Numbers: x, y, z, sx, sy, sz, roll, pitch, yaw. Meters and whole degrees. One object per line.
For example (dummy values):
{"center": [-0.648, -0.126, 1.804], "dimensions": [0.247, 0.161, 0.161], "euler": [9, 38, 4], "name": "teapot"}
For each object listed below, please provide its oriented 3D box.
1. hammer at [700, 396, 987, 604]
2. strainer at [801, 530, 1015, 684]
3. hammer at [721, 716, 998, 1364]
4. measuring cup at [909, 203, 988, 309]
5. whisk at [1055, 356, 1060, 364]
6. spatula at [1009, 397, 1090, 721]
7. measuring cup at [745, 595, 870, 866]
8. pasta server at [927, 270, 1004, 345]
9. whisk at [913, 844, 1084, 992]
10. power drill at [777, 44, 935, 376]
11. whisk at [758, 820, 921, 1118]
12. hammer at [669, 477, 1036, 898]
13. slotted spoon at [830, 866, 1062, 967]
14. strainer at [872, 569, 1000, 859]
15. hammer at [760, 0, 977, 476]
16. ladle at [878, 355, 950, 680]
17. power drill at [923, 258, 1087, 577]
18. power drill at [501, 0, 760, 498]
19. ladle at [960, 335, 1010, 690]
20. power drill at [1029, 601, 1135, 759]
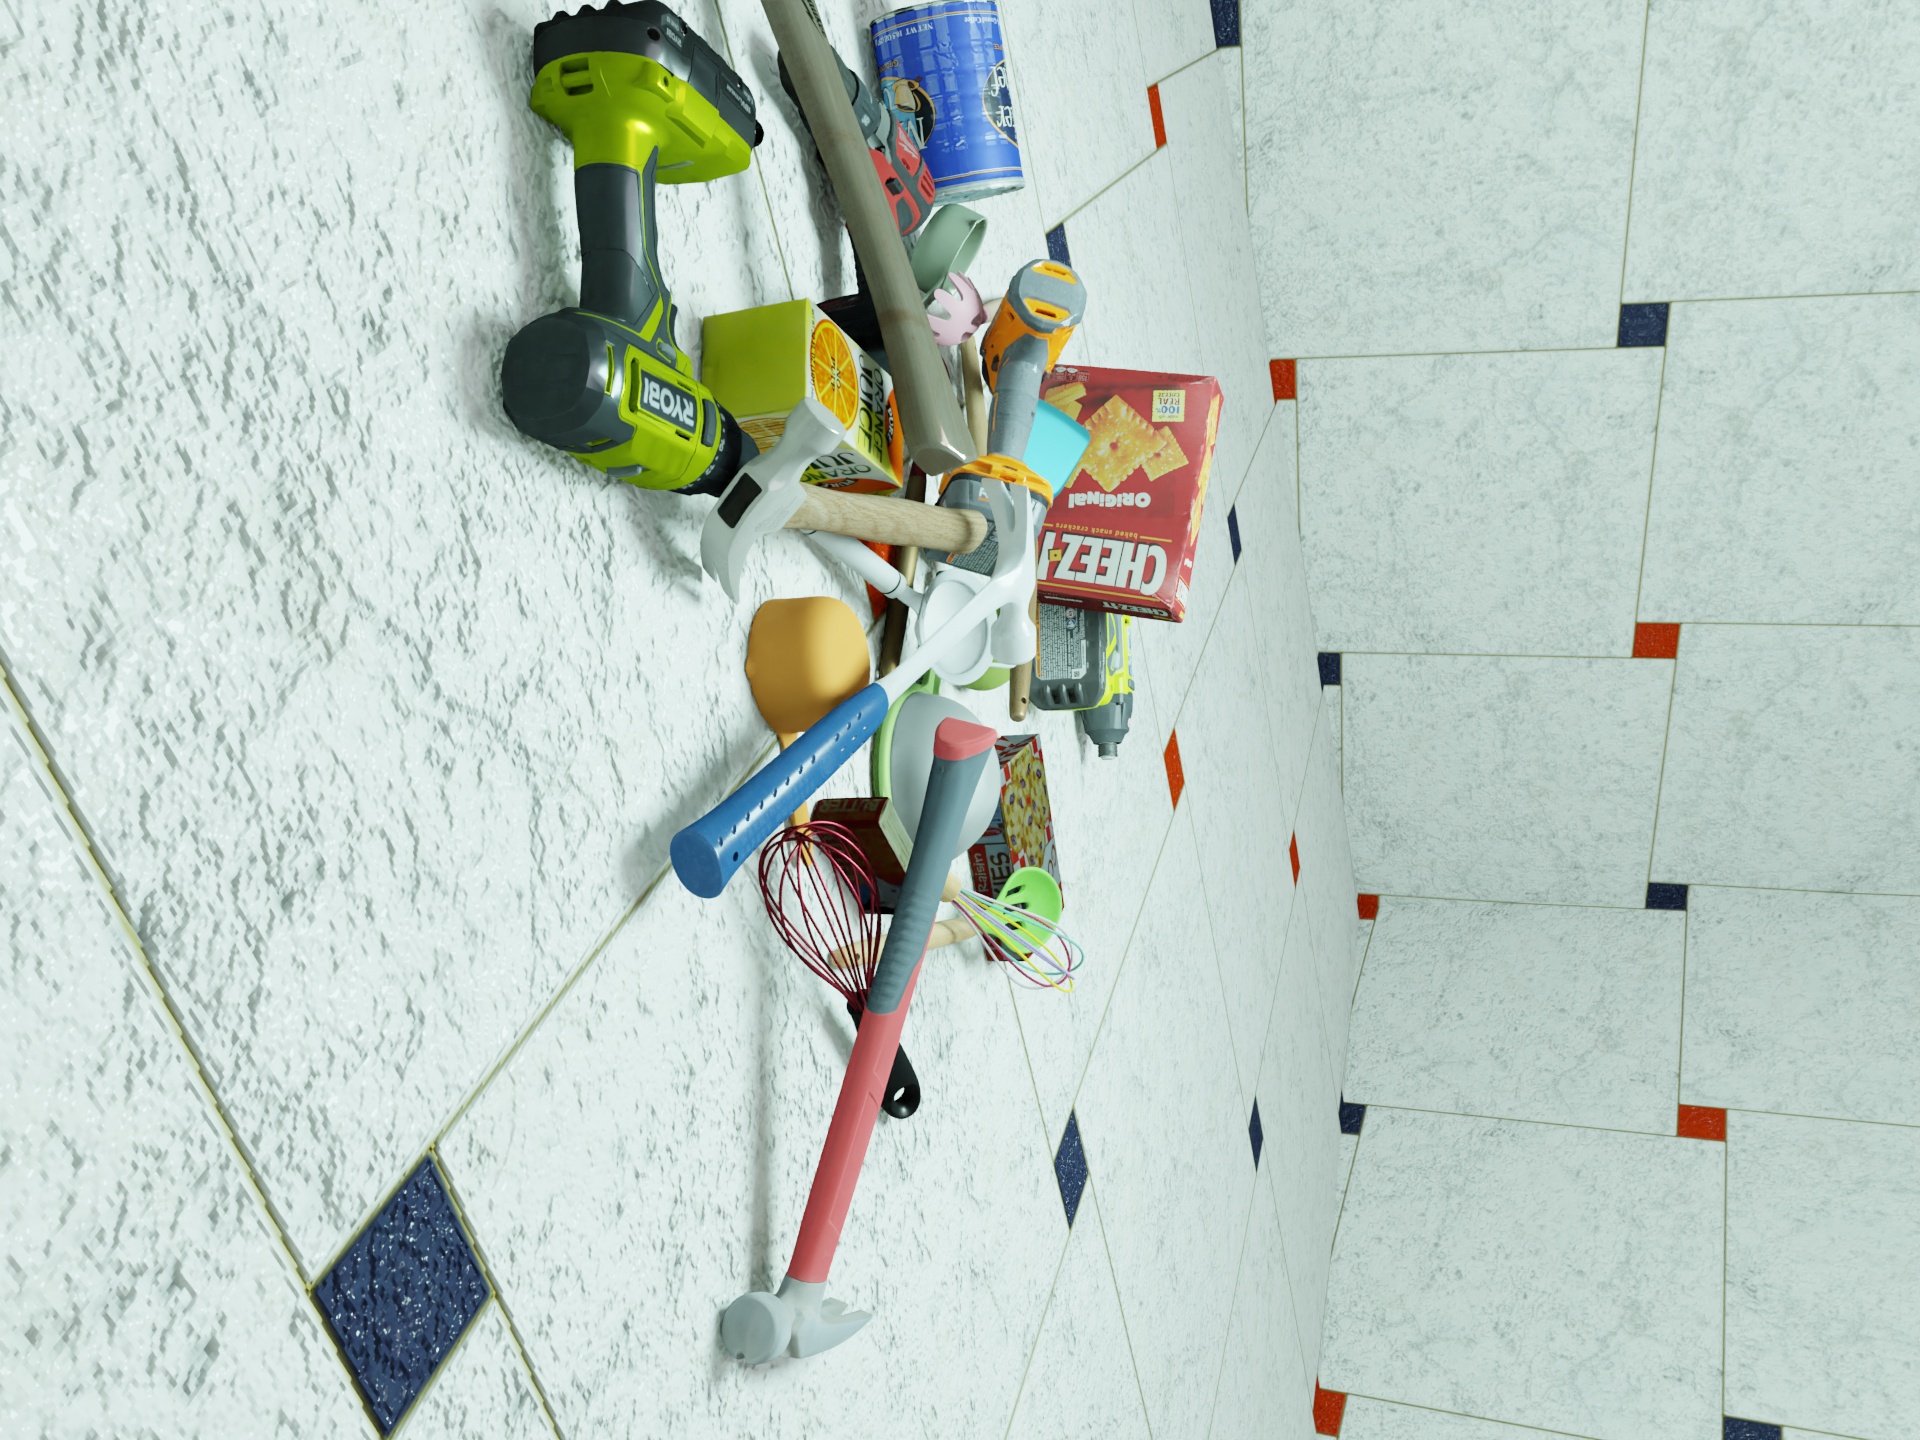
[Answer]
{"center": [-0.059, -0.127, 1.013], "dimensions": [0.031, 0.130, 0.331], "euler": [49, 18, 13], "name": "hammer"}
{"center": [-0.045, -0.095, 1.135], "dimensions": [0.258, 0.050, 0.087], "euler": [35, 64, -49], "name": "strainer"}
{"center": [-0.042, 0.188, 0.969], "dimensions": [0.143, 0.038, 0.386], "euler": [33, 72, -65], "name": "hammer"}
{"center": [-0.034, -0.348, 1.258], "dimensions": [0.168, 0.038, 0.083], "euler": [-55, 174, -33], "name": "measuring cup"}
{"center": [0.049, -0.286, 1.464], "dimensions": [0.057, 0.059, 0.247], "euler": [32, 51, -20], "name": "whisk"}
{"center": [0.061, -0.134, 1.313], "dimensions": [0.082, 0.044, 0.318], "euler": [26, 49, -27], "name": "spatula"}
{"center": [-0.088, 0.006, 1.013], "dimensions": [0.095, 0.052, 0.173], "euler": [-7, 91, -70], "name": "measuring cup"}
{"center": [0.016, -0.355, 1.369], "dimensions": [0.040, 0.060, 0.316], "euler": [36, 20, -3], "name": "pasta server"}
{"center": [0.009, 0.135, 1.158], "dimensions": [0.244, 0.051, 0.047], "euler": [39, 45, -33], "name": "whisk"}
{"center": [-0.073, -0.338, 1.100], "dimensions": [0.187, 0.080, 0.227], "euler": [38, 48, -63], "name": "power drill"}
{"center": [-0.067, 0.171, 1.029], "dimensions": [0.073, 0.073, 0.295], "euler": [-73, 157, -44], "name": "whisk"}
{"center": [-0.048, -0.022, 0.991], "dimensions": [0.405, 0.035, 0.144], "euler": [-45, 142, -49], "name": "hammer"}
{"center": [-0.006, 0.155, 1.191], "dimensions": [0.313, 0.031, 0.070], "euler": [-2, 91, -61], "name": "slotted spoon"}
{"center": [-0.002, -0.004, 1.222], "dimensions": [0.151, 0.069, 0.257], "euler": [50, 42, -57], "name": "strainer"}
{"center": [-0.066, -0.357, 1.011], "dimensions": [0.146, 0.038, 0.410], "euler": [-27, 99, -53], "name": "hammer"}
{"center": [-0.038, -0.164, 1.227], "dimensions": [0.069, 0.031, 0.316], "euler": [52, 40, -58], "name": "ladle"}
{"center": [0.035, -0.234, 1.275], "dimensions": [0.164, 0.084, 0.227], "euler": [130, -26, -70], "name": "power drill"}
{"center": [-0.161, -0.235, 0.842], "dimensions": [0.190, 0.080, 0.228], "euler": [15, 74, -68], "name": "power drill"}
{"center": [0.011, -0.181, 1.355], "dimensions": [0.078, 0.062, 0.320], "euler": [29, 52, -64], "name": "ladle"}
{"center": [0.126, -0.056, 1.571], "dimensions": [0.223, 0.080, 0.171], "euler": [25, 62, -70], "name": "power drill"}
